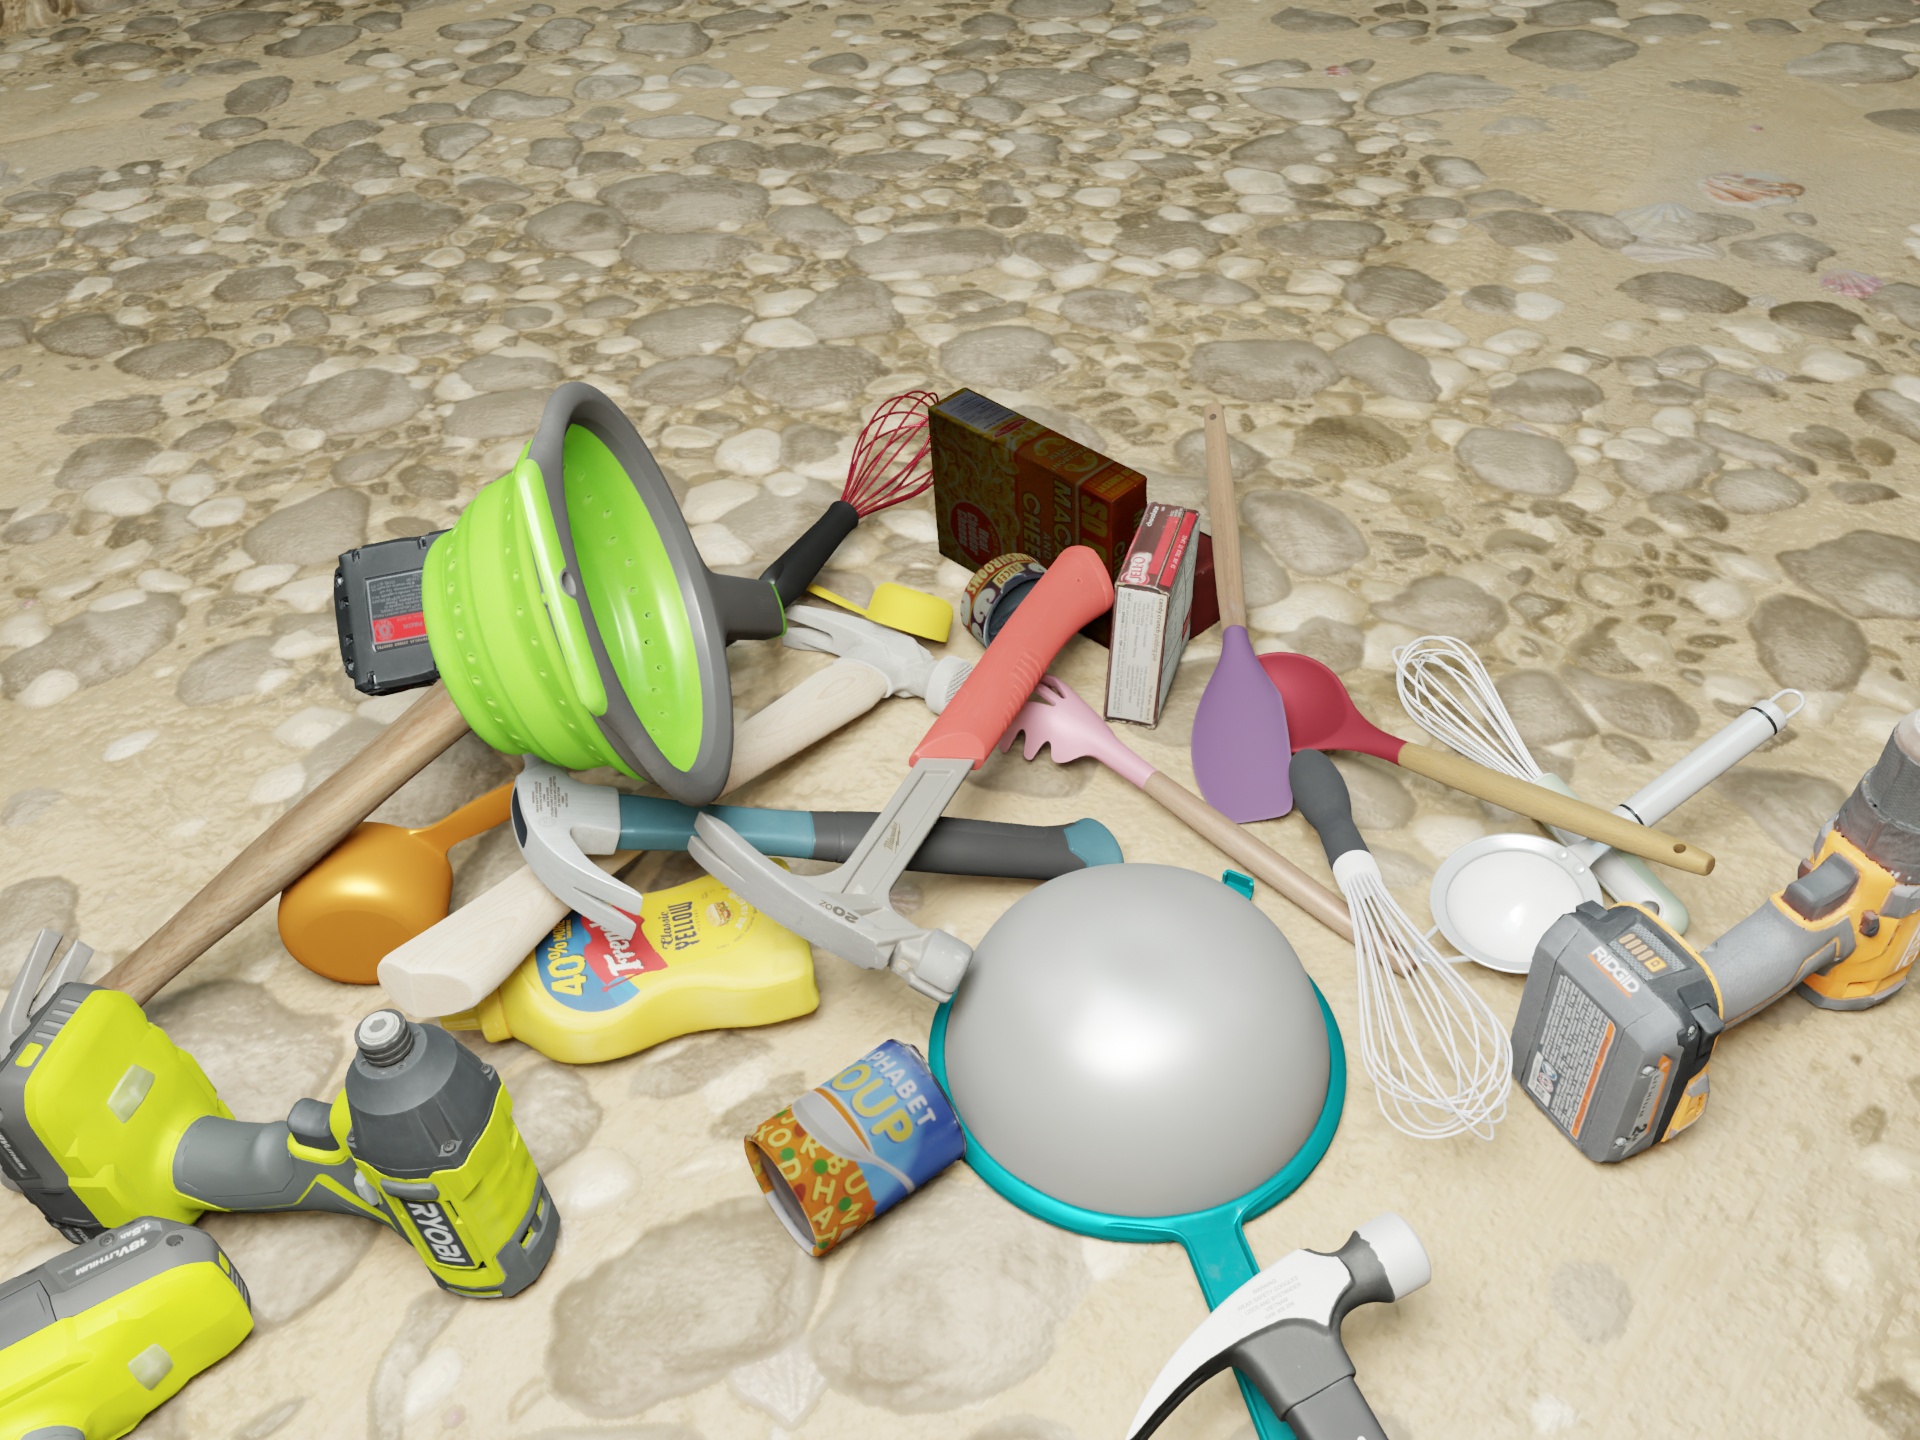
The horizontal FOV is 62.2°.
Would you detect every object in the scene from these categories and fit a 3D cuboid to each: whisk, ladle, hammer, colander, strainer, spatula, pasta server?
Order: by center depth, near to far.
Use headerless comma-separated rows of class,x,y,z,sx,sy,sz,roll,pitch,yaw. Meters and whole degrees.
hammer,0.187,0.347,0.553,0.146,0.035,0.335,-23,54,-13
strainer,0.102,0.179,0.735,0.211,0.095,0.341,-11,41,-8
whisk,0.213,0.100,0.817,0.070,0.070,0.285,-6,35,-2
hammer,-0.371,0.086,0.818,0.331,0.031,0.130,-41,49,0
colander,-0.176,-0.051,0.829,0.094,0.204,0.397,-16,0,8
hammer,-0.068,0.061,0.845,0.331,0.033,0.128,6,44,-20
strainer,0.349,0.062,0.847,0.258,0.050,0.087,-35,50,-4
hammer,-0.001,-0.003,0.888,0.149,0.036,0.359,30,43,4
ladle,0.272,0.025,0.893,0.069,0.031,0.316,-51,40,-11
hammer,-0.161,0.036,0.902,0.146,0.038,0.411,20,36,27
whisk,0.329,0.034,0.920,0.059,0.057,0.247,6,36,-37
pasta server,0.131,0.055,0.927,0.060,0.040,0.316,-34,54,-29
spatula,0.170,-0.077,1.009,0.060,0.018,0.316,-10,58,18
whisk,-0.074,-0.156,1.131,0.073,0.073,0.296,14,41,19

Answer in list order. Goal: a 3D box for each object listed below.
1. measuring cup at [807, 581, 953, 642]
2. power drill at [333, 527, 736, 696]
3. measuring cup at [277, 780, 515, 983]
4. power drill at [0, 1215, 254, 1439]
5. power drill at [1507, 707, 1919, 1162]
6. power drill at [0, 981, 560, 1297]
measuring cup,-0.068,-0.089,1.082,0.157,0.029,0.062,24,8,37
power drill,-0.244,-0.056,0.947,0.188,0.226,0.080,-10,84,5
measuring cup,-0.286,0.084,0.845,0.173,0.095,0.052,-27,42,18
power drill,-0.315,0.316,0.628,0.190,0.080,0.229,-26,49,-23
power drill,0.378,0.095,0.746,0.226,0.185,0.084,-23,47,-16
power drill,-0.306,0.182,0.710,0.223,0.171,0.080,2,42,11
